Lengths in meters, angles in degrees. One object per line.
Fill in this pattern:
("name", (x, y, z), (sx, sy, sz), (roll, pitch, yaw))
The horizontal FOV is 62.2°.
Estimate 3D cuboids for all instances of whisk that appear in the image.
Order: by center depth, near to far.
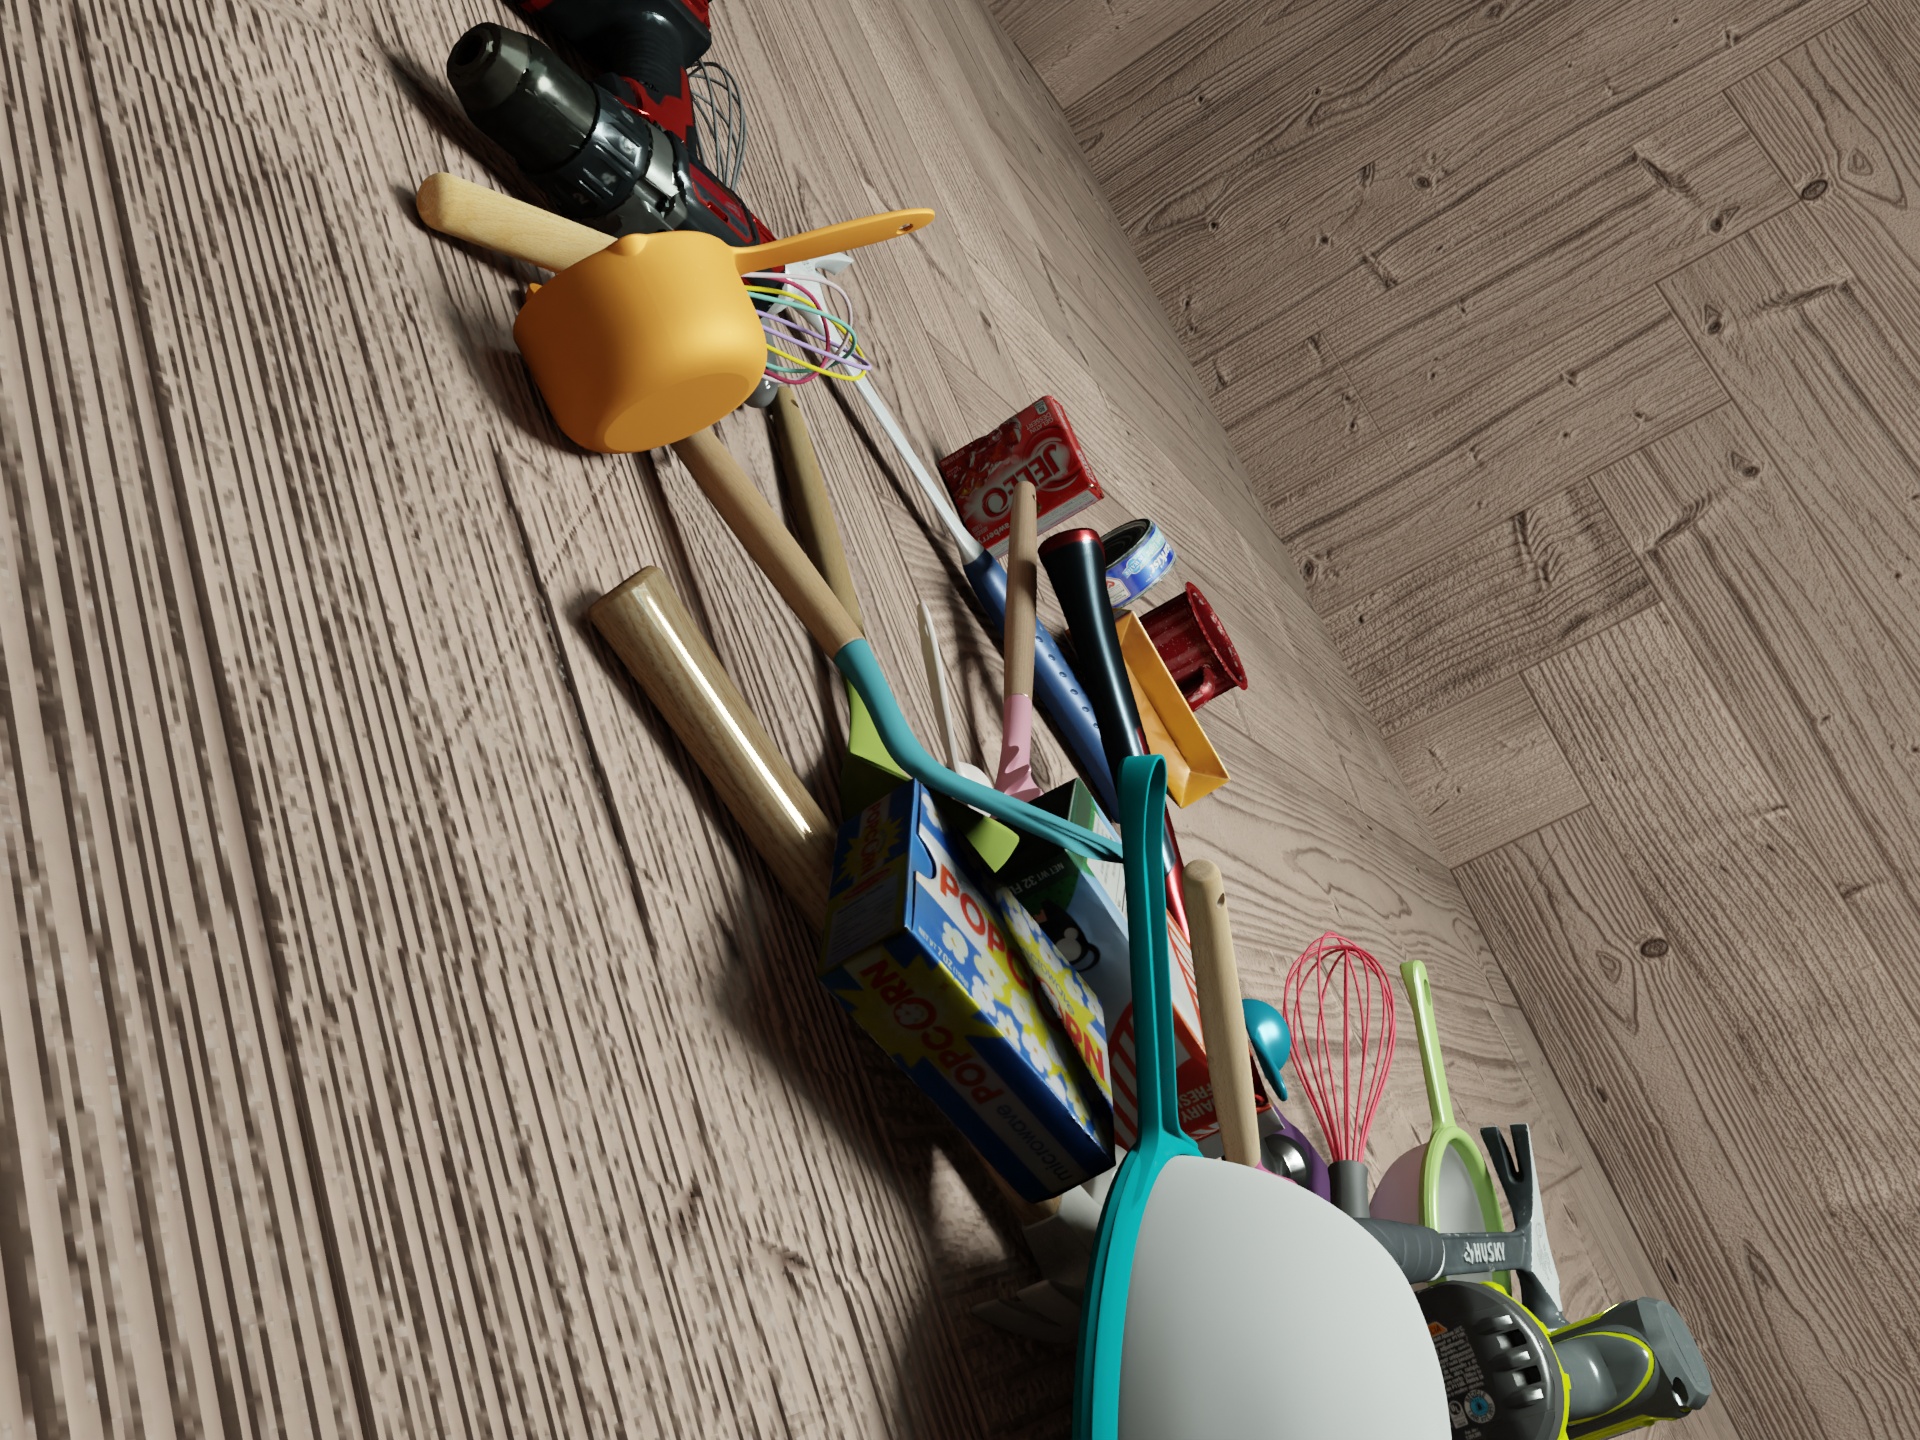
("whisk", (-0.124, -0.186, 0.679), (0.244, 0.051, 0.047), (6, 80, -53))
("whisk", (-0.124, -0.258, 0.829), (0.055, 0.055, 0.239), (32, 38, -56))
("whisk", (0.231, 0.252, 0.956), (0.073, 0.073, 0.296), (48, 35, -34))

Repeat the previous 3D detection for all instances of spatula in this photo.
("spatula", (-0.049, -0.053, 0.619), (0.318, 0.044, 0.082), (52, 15, 20))
("spatula", (0.167, 0.216, 0.942), (0.315, 0.018, 0.060), (53, 24, -26))

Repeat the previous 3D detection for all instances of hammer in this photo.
("hammer", (-0.030, 0.089, 0.581), (0.331, 0.031, 0.130), (57, 18, -11))
("hammer", (0.103, 0.077, 0.853), (0.143, 0.038, 0.386), (11, 61, -65))
("hammer", (0.263, 0.288, 0.874), (0.408, 0.036, 0.149), (25, 55, -52))
("hammer", (0.003, -0.111, 0.962), (0.405, 0.035, 0.144), (56, 19, -15))

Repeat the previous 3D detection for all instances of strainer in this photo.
("strainer", (0.106, 0.178, 0.525), (0.211, 0.095, 0.340), (7, 78, -69))
("strainer", (0.289, 0.286, 1.021), (0.151, 0.069, 0.256), (22, 57, -54))

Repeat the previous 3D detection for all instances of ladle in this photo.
("ladle", (-0.045, -0.055, 0.722), (0.078, 0.062, 0.321), (33, 30, -45))

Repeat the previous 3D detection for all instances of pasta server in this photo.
("pasta server", (0.039, -0.030, 0.869), (0.317, 0.040, 0.060), (-86, 155, -44))

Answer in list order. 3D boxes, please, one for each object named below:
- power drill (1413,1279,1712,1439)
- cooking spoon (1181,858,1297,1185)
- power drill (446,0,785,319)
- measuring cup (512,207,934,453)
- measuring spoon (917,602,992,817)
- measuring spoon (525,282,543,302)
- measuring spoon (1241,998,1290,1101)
("power drill", (0.249, 0.334, 0.775), (0.223, 0.171, 0.080), (26, 38, -47))
("cooking spoon", (0.118, 0.171, 0.677), (0.069, 0.017, 0.318), (-45, 139, -31))
("power drill", (-0.169, -0.305, 0.735), (0.187, 0.080, 0.227), (30, 38, -57))
("measuring cup", (-0.079, -0.152, 0.609), (0.052, 0.173, 0.095), (67, -17, 6))
("measuring spoon", (-0.001, -0.002, 0.737), (0.034, 0.018, 0.124), (-125, -161, -55))
("measuring spoon", (-0.155, -0.173, 0.675), (0.021, 0.011, 0.117), (40, 16, 0))
("measuring spoon", (0.155, 0.162, 0.775), (0.128, 0.021, 0.042), (-13, 81, -86))
